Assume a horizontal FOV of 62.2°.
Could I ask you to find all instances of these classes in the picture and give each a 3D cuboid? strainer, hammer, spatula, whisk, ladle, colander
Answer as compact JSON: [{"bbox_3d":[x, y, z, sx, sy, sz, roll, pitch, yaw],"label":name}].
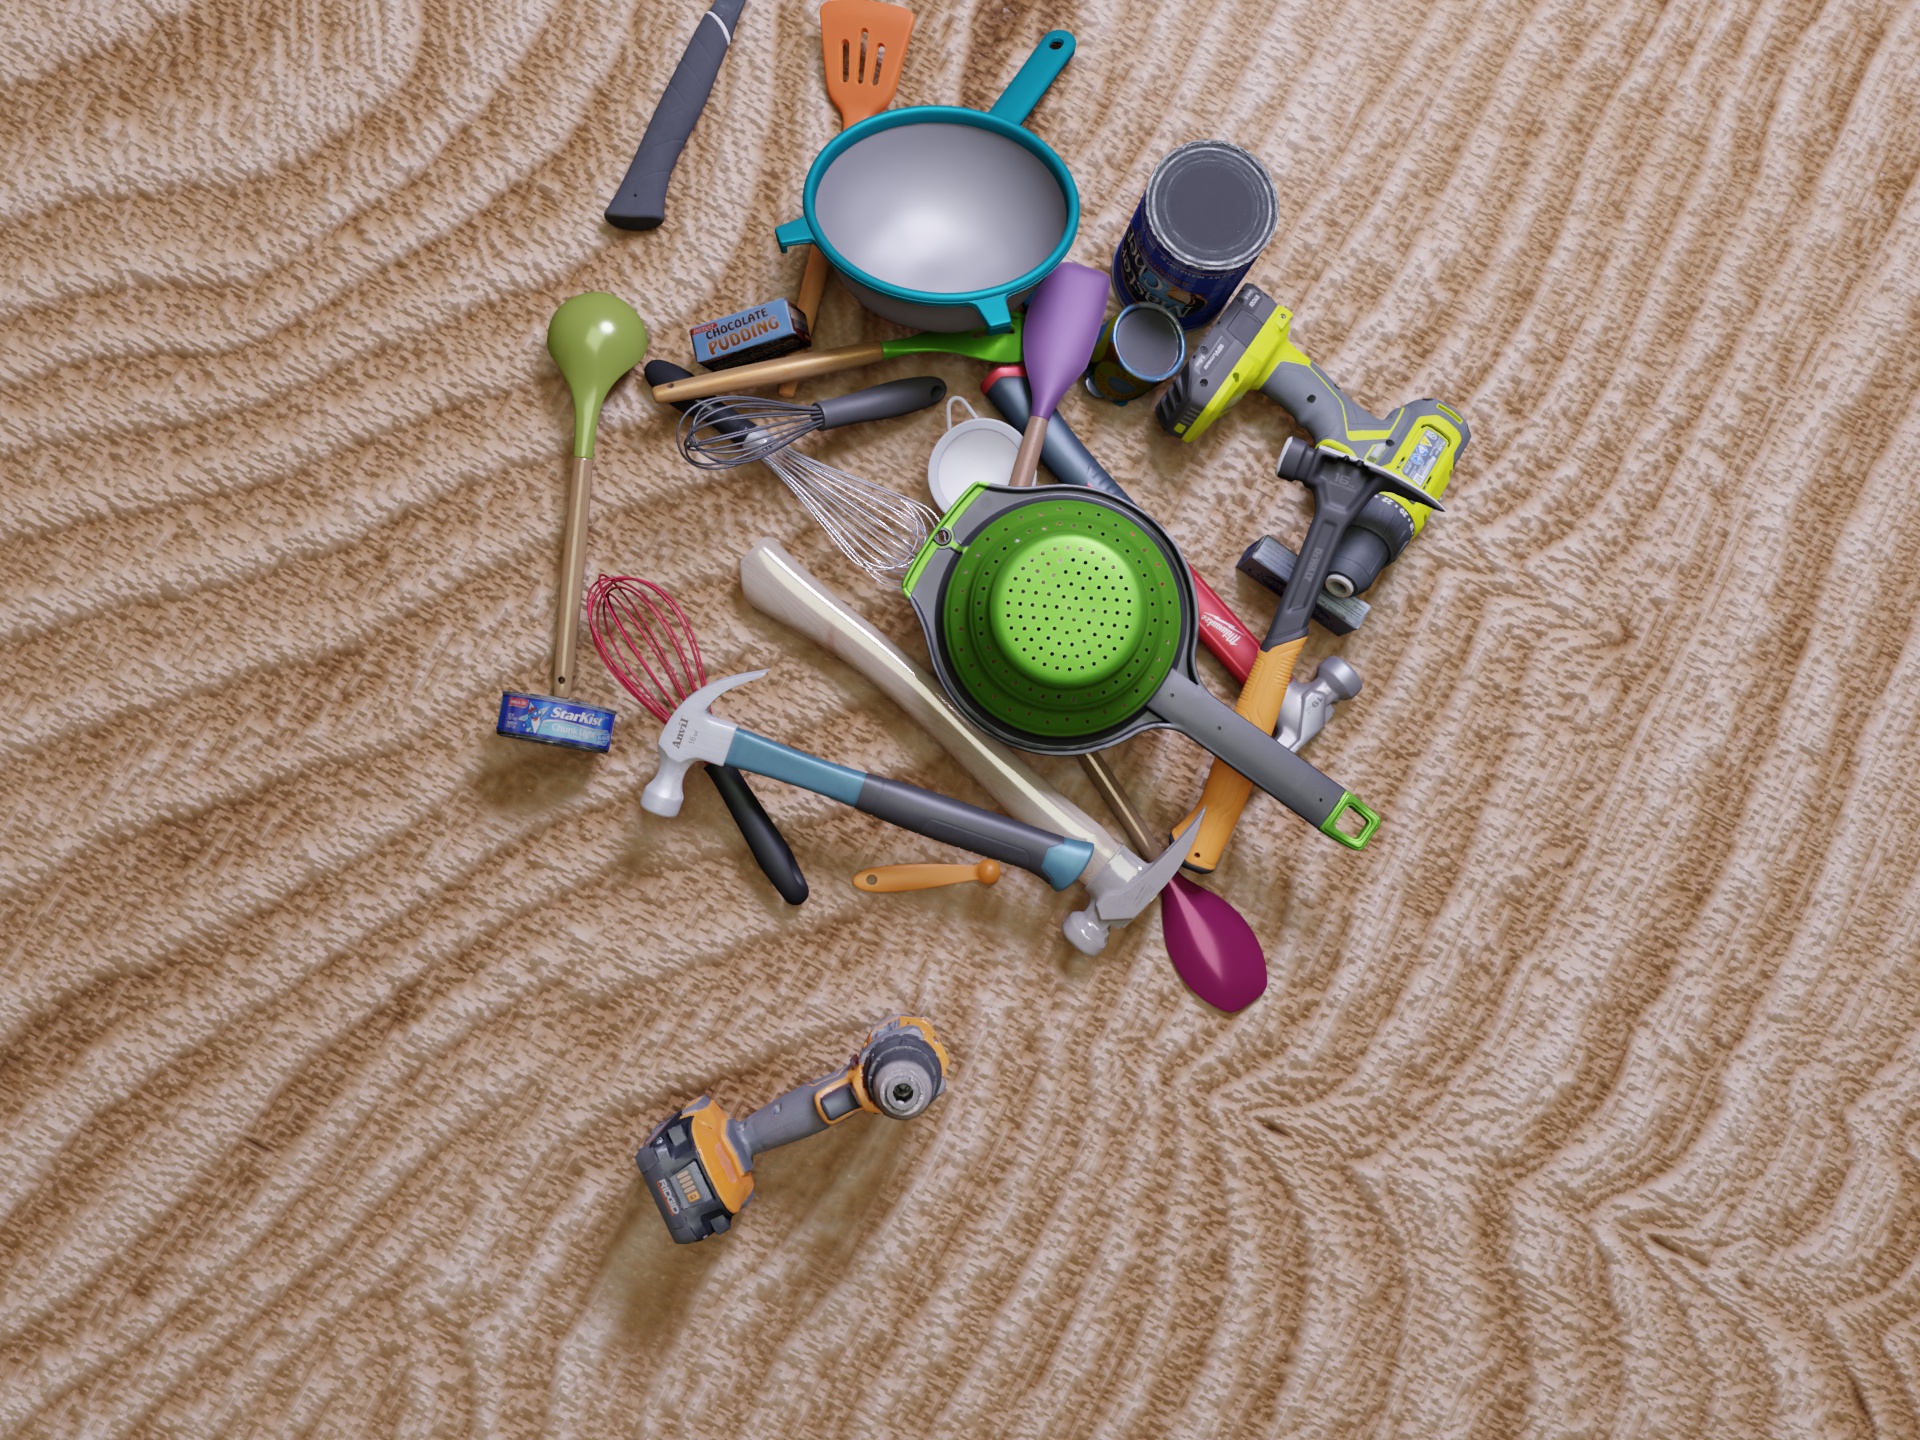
[{"bbox_3d":[0.011,-0.422,1.272,0.211,0.095,0.340,24,60,10],"label":"strainer"},{"bbox_3d":[-0.062,0.058,1.184,0.331,0.033,0.128,19,97,-3],"label":"hammer"},{"bbox_3d":[-0.106,-0.418,1.279,0.081,0.041,0.323,12,85,12],"label":"spatula"},{"bbox_3d":[-0.109,-0.237,1.224,0.239,0.055,0.055,-20,86,-31],"label":"whisk"},{"bbox_3d":[-0.296,-0.177,1.245,0.078,0.062,0.320,5,91,-4],"label":"ladle"},{"bbox_3d":[-0.002,-0.004,1.230,0.410,0.038,0.146,42,106,3],"label":"hammer"},{"bbox_3d":[0.142,-0.123,1.272,0.143,0.038,0.386,-42,89,-6],"label":"hammer"},{"bbox_3d":[-0.197,0.014,1.220,0.073,0.073,0.296,-31,93,-7],"label":"whisk"},{"bbox_3d":[0.052,-0.212,1.242,0.060,0.018,0.316,16,82,0],"label":"spatula"},{"bbox_3d":[0.043,-0.133,1.264,0.087,0.050,0.258,-23,92,-4],"label":"strainer"},{"bbox_3d":[-0.132,-0.201,1.251,0.284,0.070,0.070,36,82,4],"label":"whisk"},{"bbox_3d":[-0.194,-0.583,1.292,0.149,0.036,0.409,23,83,-1],"label":"hammer"},{"bbox_3d":[0.245,-0.036,1.208,0.127,0.034,0.337,22,102,8],"label":"hammer"},{"bbox_3d":[0.142,-0.029,1.146,0.397,0.094,0.204,35,89,1],"label":"colander"}]

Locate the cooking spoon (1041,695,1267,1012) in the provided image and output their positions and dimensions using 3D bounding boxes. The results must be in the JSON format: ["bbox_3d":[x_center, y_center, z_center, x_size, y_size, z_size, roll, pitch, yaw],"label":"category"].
[{"bbox_3d":[0.142,0.090,1.260,0.069,0.017,0.319,-33,88,-9],"label":"cooking spoon"}]

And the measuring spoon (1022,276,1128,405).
[{"bbox_3d":[0.093,-0.307,1.301,0.042,0.021,0.128,-41,98,-19],"label":"measuring spoon"}]

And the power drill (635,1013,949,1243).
[{"bbox_3d":[-0.113,0.287,1.137,0.226,0.185,0.084,-26,89,-4],"label":"power drill"}]

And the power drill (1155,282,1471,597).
[{"bbox_3d":[0.274,-0.219,1.257,0.228,0.080,0.191,36,65,-1],"label":"power drill"}]

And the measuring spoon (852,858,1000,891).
[{"bbox_3d":[-0.026,0.122,1.245,0.117,0.011,0.021,-3,84,-5],"label":"measuring spoon"}]

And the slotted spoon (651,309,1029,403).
[{"bbox_3d":[-0.087,-0.285,1.252,0.313,0.031,0.070,-13,53,-11],"label":"slotted spoon"}]
